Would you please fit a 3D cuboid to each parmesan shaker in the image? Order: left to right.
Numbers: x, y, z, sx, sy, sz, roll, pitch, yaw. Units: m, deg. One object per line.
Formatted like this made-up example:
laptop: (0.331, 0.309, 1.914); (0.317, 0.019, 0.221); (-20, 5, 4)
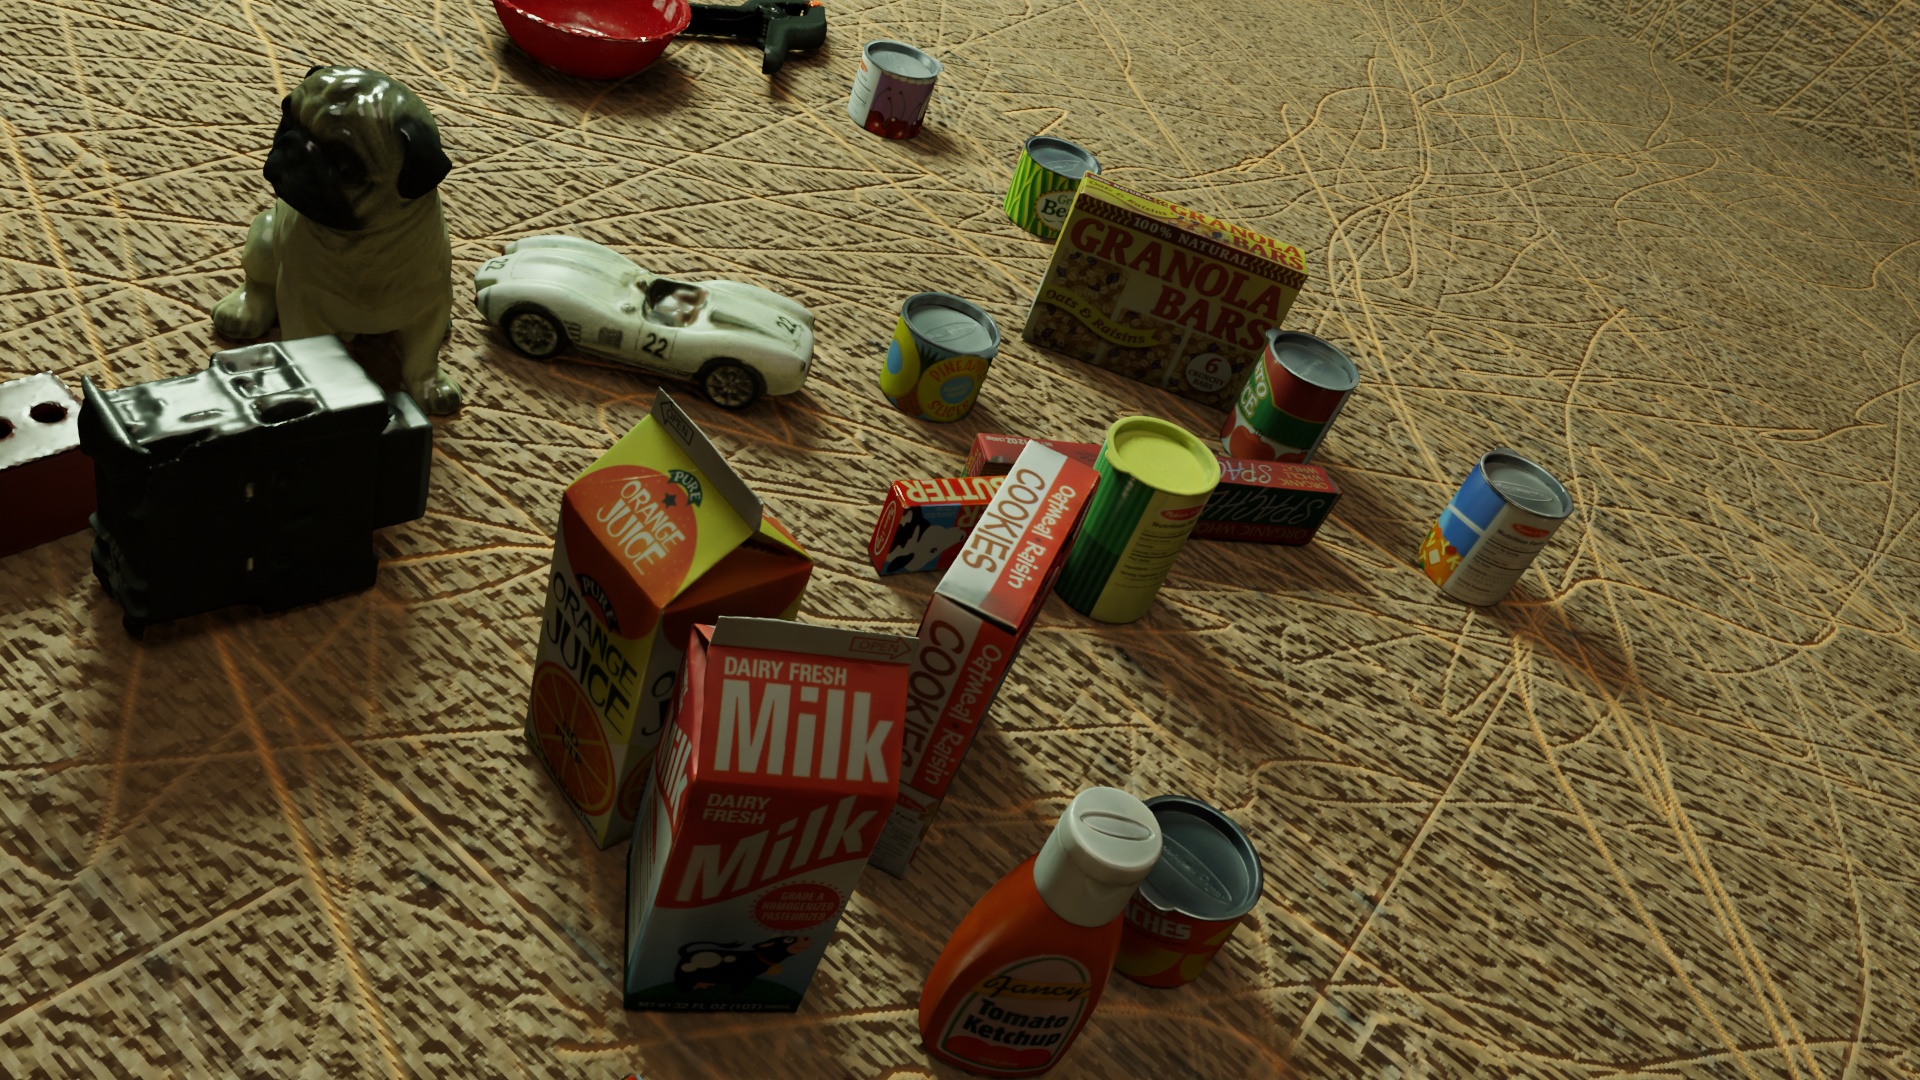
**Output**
parmesan shaker: (0.094, -0.010, 0.789); (0.071, 0.102, 0.072); (13, 40, -11)

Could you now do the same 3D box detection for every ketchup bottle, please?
ketchup bottle: (0.033, 0.153, 0.537); (0.065, 0.148, 0.044); (14, 40, -11)

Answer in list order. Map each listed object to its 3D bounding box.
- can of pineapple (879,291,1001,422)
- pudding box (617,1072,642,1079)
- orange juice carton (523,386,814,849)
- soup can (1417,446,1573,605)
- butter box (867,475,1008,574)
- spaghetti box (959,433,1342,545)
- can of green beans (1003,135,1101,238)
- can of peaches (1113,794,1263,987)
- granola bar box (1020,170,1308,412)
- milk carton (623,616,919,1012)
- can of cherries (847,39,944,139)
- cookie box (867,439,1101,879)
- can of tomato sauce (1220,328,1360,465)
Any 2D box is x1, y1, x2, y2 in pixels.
can of pineapple: (-0.013, -0.117, 0.895); (0.071, 0.057, 0.071); (13, 40, -11)
pudding box: (-0.102, 0.228, 0.465); (0.030, 0.049, 0.084); (-19, 55, -40)
orange juice carton: (-0.120, 0.033, 0.567); (0.073, 0.191, 0.072); (-19, 55, -40)
soup can: (0.354, -0.009, 0.927); (0.071, 0.083, 0.072); (13, 40, -11)
butter box: (0.003, -0.010, 0.784); (0.104, 0.052, 0.024); (-4, 46, -29)
spaghetti box: (0.120, -0.029, 0.865); (0.250, 0.049, 0.029); (4, 43, -22)
can of green beans: (0.074, -0.287, 1.132); (0.071, 0.057, 0.071); (13, 40, -11)
can of peaches: (0.093, 0.160, 0.629); (0.071, 0.057, 0.071); (13, 40, -11)
granola bar box: (0.142, -0.174, 0.981); (0.165, 0.123, 0.039); (19, 39, -4)
milk carton: (-0.075, 0.096, 0.518); (0.072, 0.189, 0.074); (7, 41, -18)
can of cherries: (-0.055, -0.381, 1.178); (0.071, 0.058, 0.072); (13, 40, -11)
cookie box: (0.003, 0.053, 0.622); (0.040, 0.166, 0.123); (26, 39, 4)
can of tomato sauce: (0.225, -0.094, 0.962); (0.071, 0.082, 0.071); (13, 40, -11)
